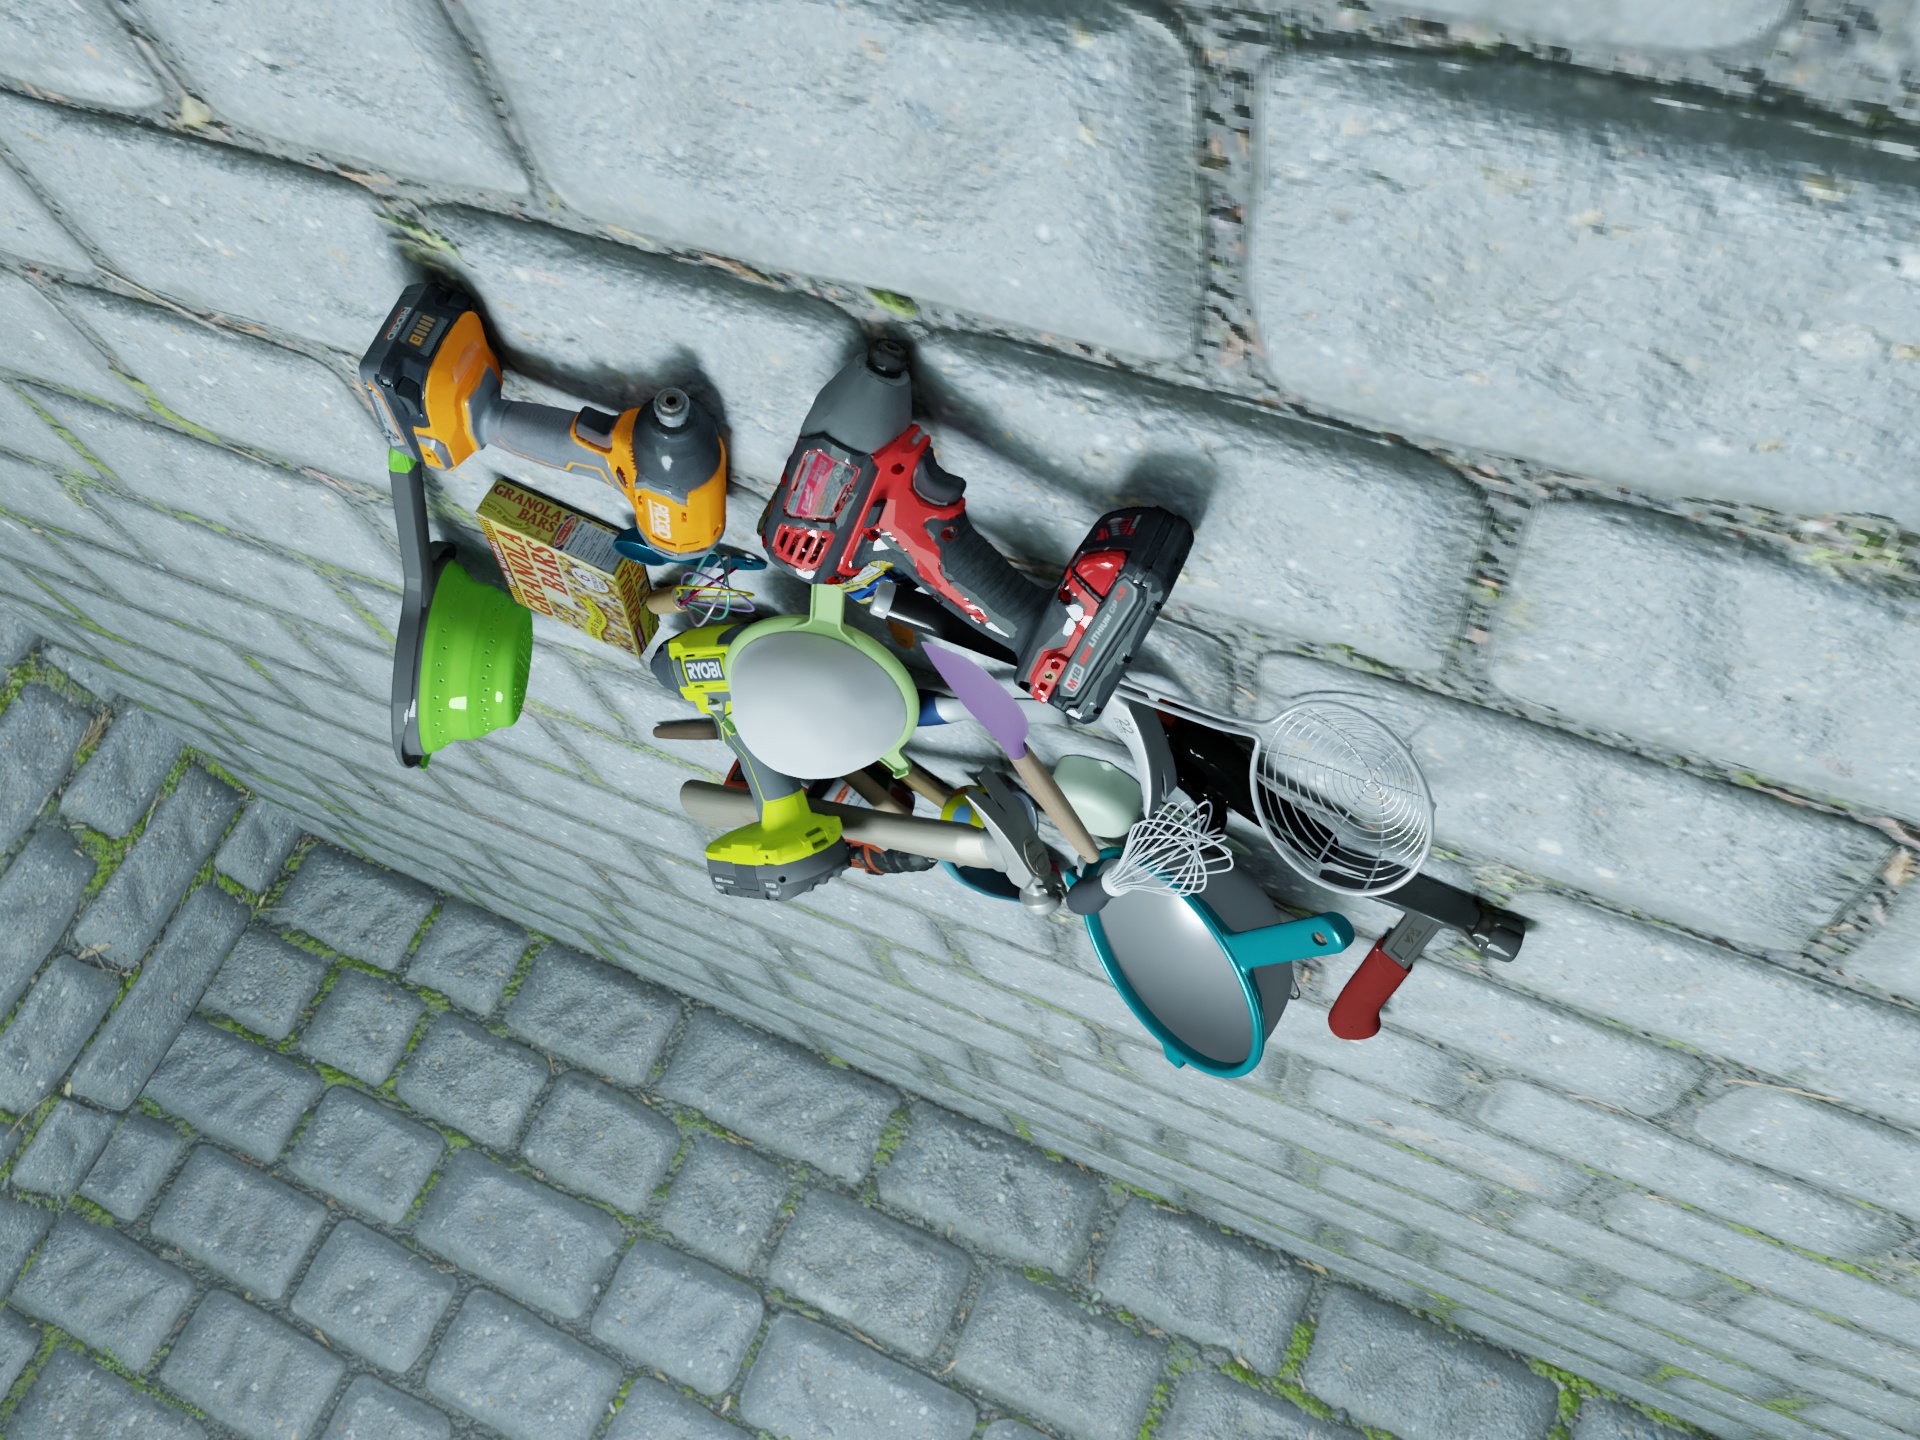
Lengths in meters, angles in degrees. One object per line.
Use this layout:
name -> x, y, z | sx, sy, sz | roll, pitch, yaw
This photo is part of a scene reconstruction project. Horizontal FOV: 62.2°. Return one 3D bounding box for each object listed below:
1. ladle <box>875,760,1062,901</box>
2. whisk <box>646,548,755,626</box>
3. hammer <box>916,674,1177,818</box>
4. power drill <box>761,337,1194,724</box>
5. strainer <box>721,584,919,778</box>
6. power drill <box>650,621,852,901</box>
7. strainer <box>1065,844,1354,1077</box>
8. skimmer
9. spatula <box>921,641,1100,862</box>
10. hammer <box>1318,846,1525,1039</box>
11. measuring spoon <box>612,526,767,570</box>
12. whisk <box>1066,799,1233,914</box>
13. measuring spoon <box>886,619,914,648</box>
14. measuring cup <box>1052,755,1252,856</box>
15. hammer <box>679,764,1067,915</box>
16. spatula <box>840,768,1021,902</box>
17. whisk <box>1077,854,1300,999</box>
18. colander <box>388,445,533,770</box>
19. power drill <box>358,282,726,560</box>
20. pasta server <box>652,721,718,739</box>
ladle -> -0.019, 0.070, 1.430 | 0.315, 0.031, 0.069 | 37, 167, -22
whisk -> -0.206, -0.096, 1.195 | 0.245, 0.047, 0.051 | 5, 118, 68
hammer -> -0.002, -0.004, 1.185 | 0.406, 0.035, 0.144 | 2, 129, 52
power drill -> 0.008, -0.106, 0.868 | 0.219, 0.079, 0.143 | 28, 124, 2
strainer -> -0.104, -0.035, 1.124 | 0.151, 0.069, 0.256 | 15, 141, 4
power drill -> -0.181, 0.030, 1.322 | 0.171, 0.080, 0.223 | -1, 108, 48
strainer -> 0.222, 0.163, 1.237 | 0.211, 0.095, 0.340 | 60, 154, 1
skimmer -> 0.114, 0.004, 0.968 | 0.363, 0.090, 0.127 | 20, 132, -9
spatula -> 0.048, 0.031, 1.058 | 0.060, 0.018, 0.315 | 23, 163, 30
hammer -> 0.340, 0.200, 1.307 | 0.149, 0.037, 0.358 | 22, 159, 11
measuring spoon -> -0.200, -0.129, 1.191 | 0.129, 0.021, 0.042 | 8, 162, 20
whisk -> 0.130, 0.114, 1.186 | 0.070, 0.070, 0.284 | 28, 160, -5
measuring spoon -> -0.049, -0.077, 1.134 | 0.021, 0.011, 0.116 | 20, 158, 16
measuring cup -> 0.145, 0.082, 1.245 | 0.167, 0.038, 0.083 | 25, 159, 8
hammer -> -0.103, 0.081, 1.369 | 0.411, 0.038, 0.146 | 6, 140, 39
spatula -> -0.033, 0.091, 1.432 | 0.317, 0.044, 0.082 | 44, 179, -39
whisk -> 0.204, 0.184, 1.421 | 0.239, 0.055, 0.055 | 34, 159, -6
colander -> -0.422, -0.102, 1.355 | 0.094, 0.205, 0.396 | 7, 142, -8
power drill -> -0.256, -0.192, 1.013 | 0.226, 0.084, 0.164 | 22, 159, -1
pasta server -> -0.221, 0.016, 1.523 | 0.060, 0.040, 0.316 | 27, 163, -34
